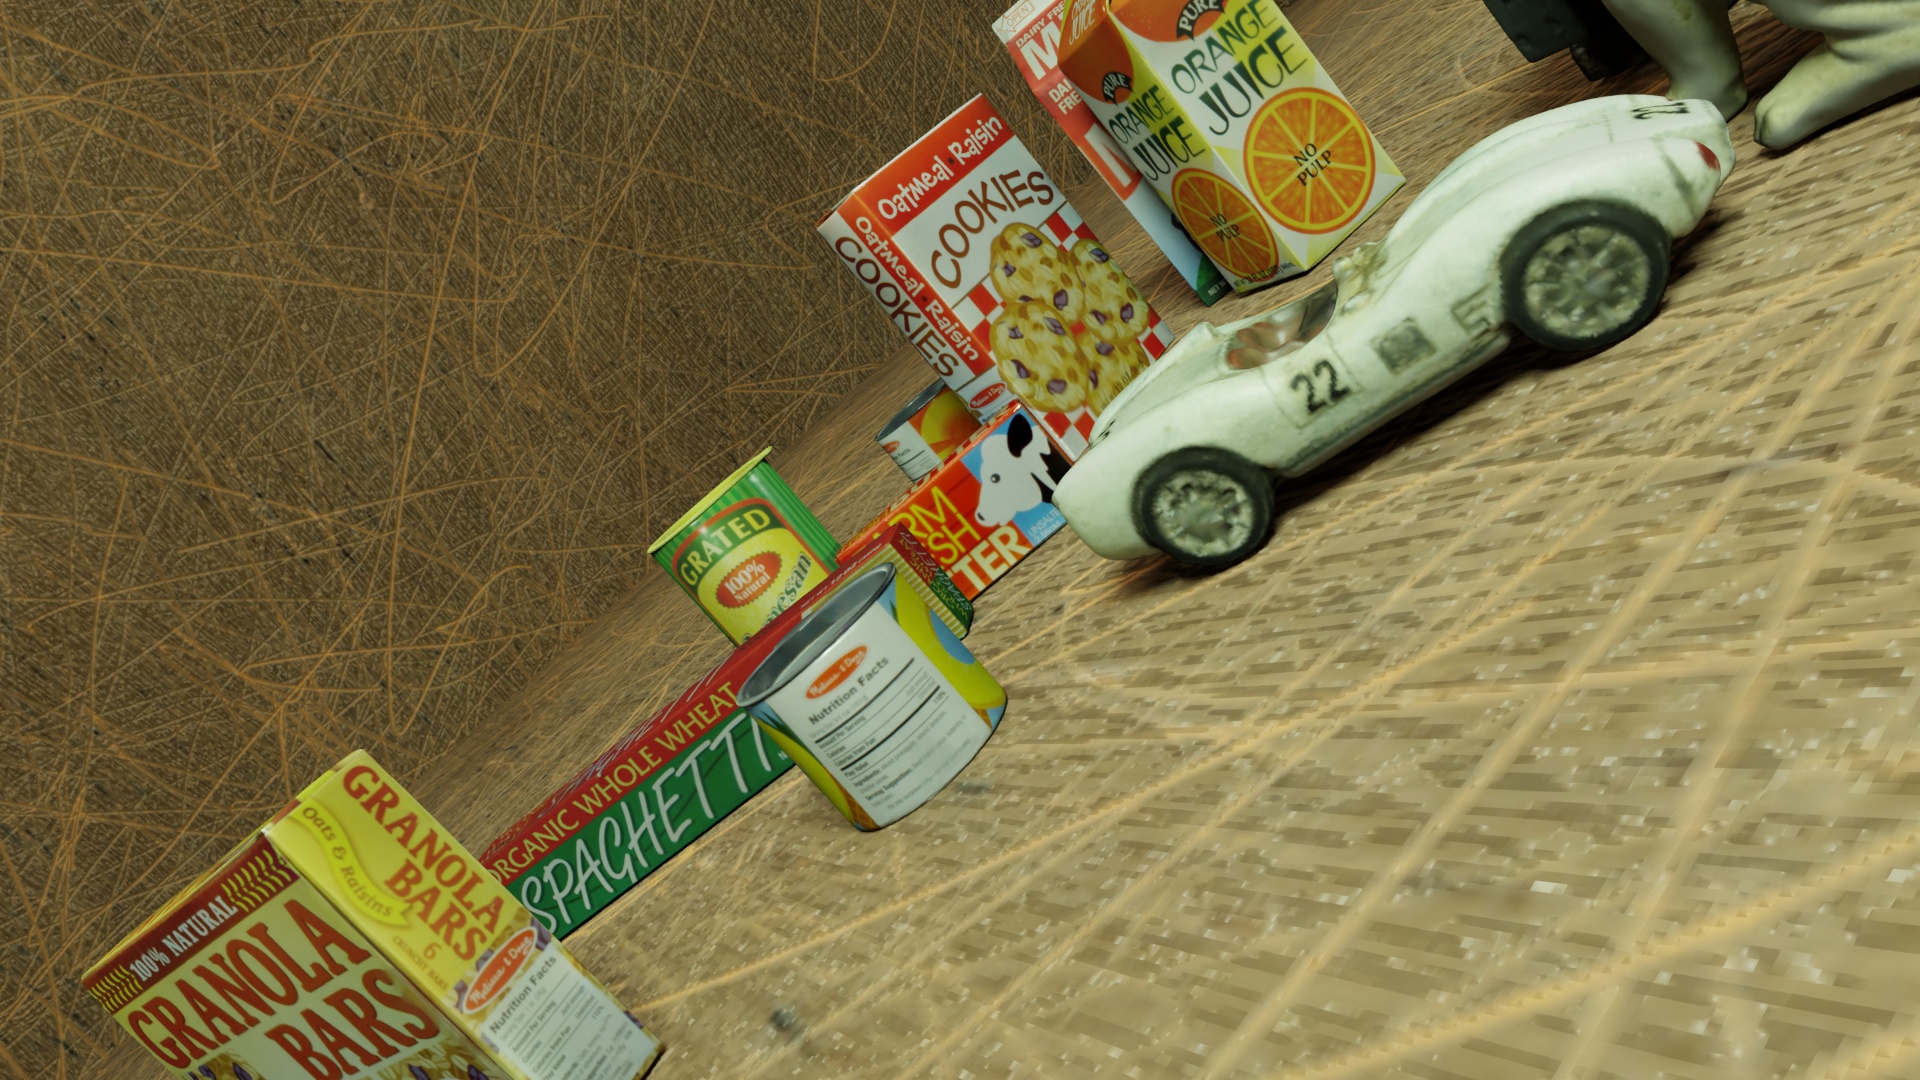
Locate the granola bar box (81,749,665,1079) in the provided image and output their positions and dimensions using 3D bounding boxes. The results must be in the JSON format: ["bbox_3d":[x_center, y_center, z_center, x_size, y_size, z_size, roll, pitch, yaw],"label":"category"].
[{"bbox_3d":[-0.185,0.145,0.423,0.165,0.124,0.039,-33,13,37],"label":"granola bar box"}]

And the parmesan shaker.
[{"bbox_3d":[-0.078,0.019,0.620,0.071,0.103,0.071,-39,10,9],"label":"parmesan shaker"}]

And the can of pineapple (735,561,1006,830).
[{"bbox_3d":[-0.028,0.049,0.445,0.071,0.058,0.071,-39,10,9],"label":"can of pineapple"}]

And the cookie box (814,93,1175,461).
[{"bbox_3d":[0.022,-0.130,0.709,0.040,0.167,0.123,-29,15,48],"label":"cookie box"}]

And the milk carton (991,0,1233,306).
[{"bbox_3d":[0.104,-0.228,0.758,0.072,0.190,0.074,-37,11,20],"label":"milk carton"}]

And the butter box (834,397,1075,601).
[{"bbox_3d":[0.002,-0.007,0.586,0.103,0.053,0.024,-40,10,4],"label":"butter box"}]

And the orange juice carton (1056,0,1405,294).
[{"bbox_3d":[0.116,-0.218,0.667,0.073,0.192,0.072,-43,10,-11],"label":"orange juice carton"}]

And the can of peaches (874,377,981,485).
[{"bbox_3d":[-0.006,-0.062,0.827,0.071,0.058,0.071,-39,10,9],"label":"can of peaches"}]

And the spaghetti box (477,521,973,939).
[{"bbox_3d":[-0.105,0.087,0.582,0.249,0.050,0.029,-38,11,15],"label":"spaghetti box"}]
